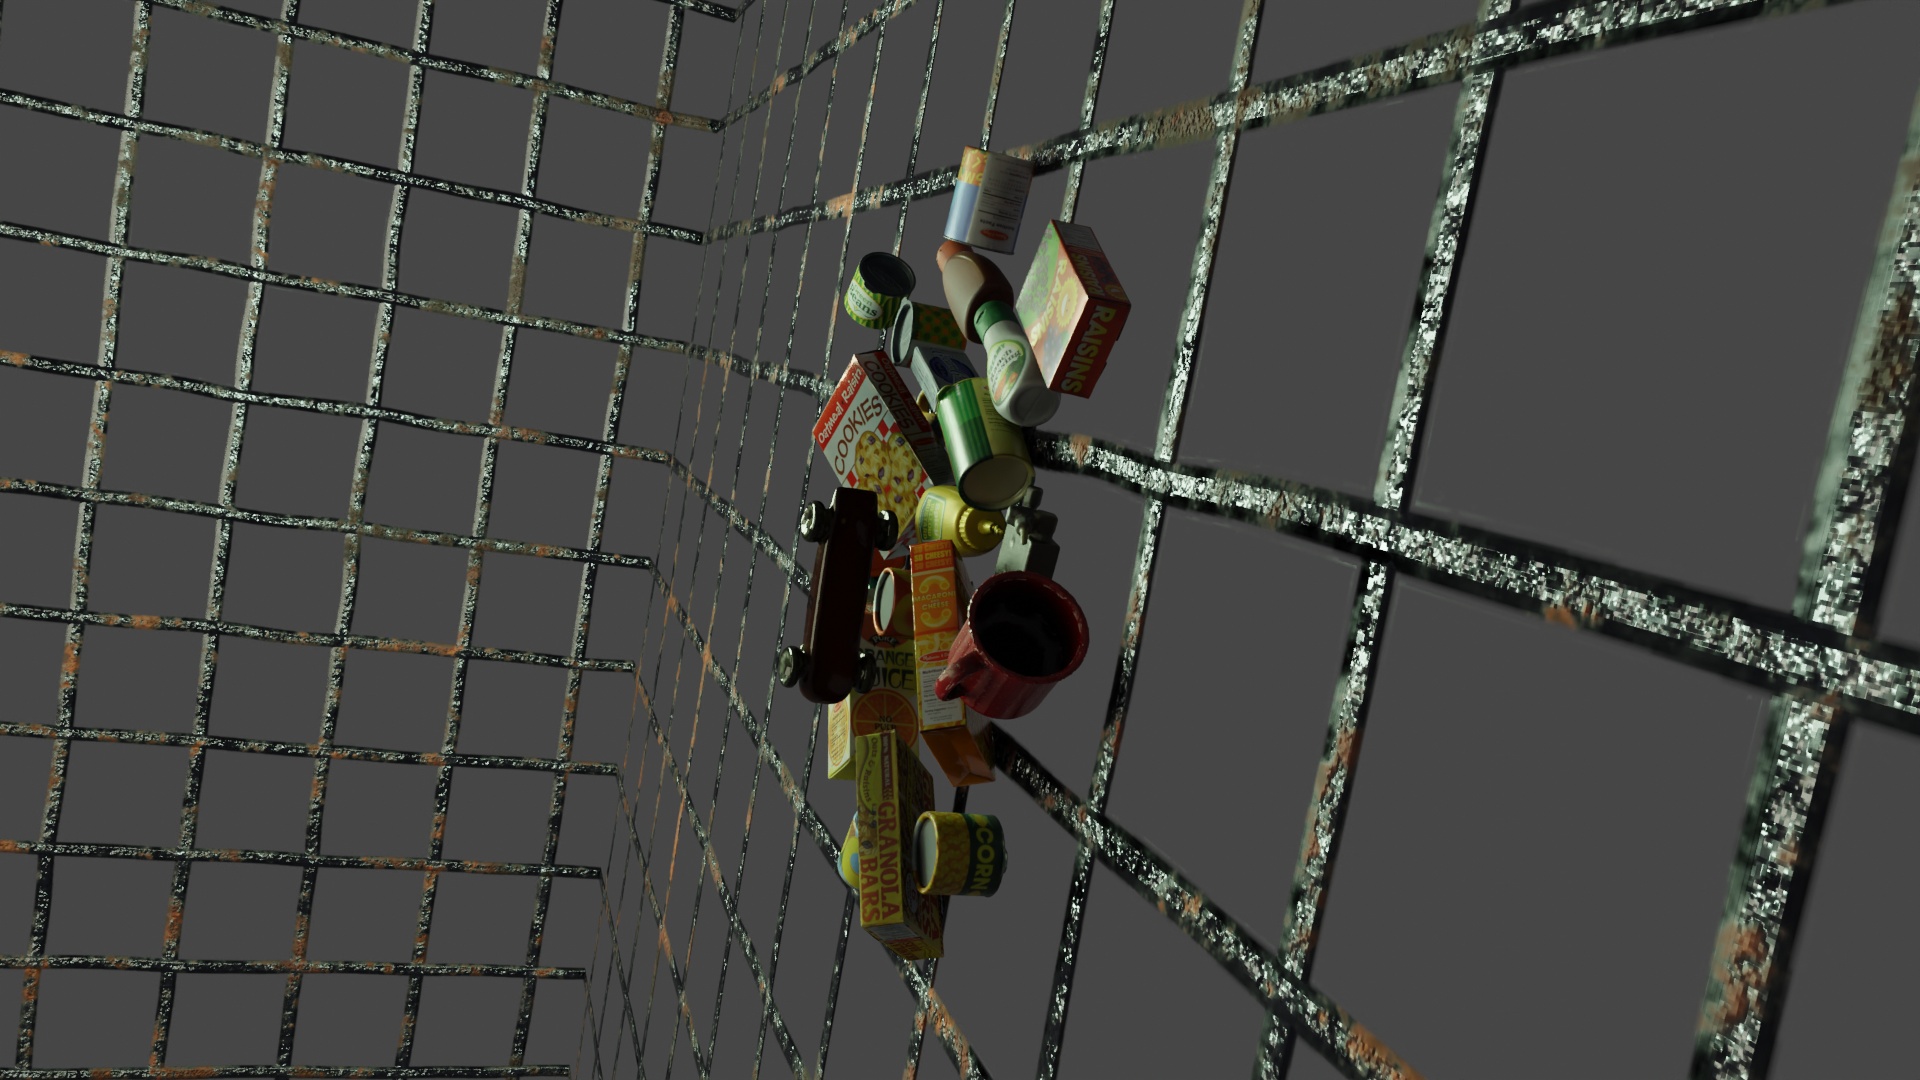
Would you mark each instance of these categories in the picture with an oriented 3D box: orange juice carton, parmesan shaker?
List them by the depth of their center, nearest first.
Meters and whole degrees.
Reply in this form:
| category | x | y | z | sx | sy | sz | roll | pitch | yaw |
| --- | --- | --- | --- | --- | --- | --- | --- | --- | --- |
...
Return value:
| category | x | y | z | sx | sy | sz | roll | pitch | yaw |
| --- | --- | --- | --- | --- | --- | --- | --- | --- | --- |
| parmesan shaker | 0.018 | -0.082 | 1.174 | 0.103 | 0.071 | 0.071 | -104 | 29 | -45 |
| orange juice carton | -0.087 | 0.136 | 1.375 | 0.072 | 0.072 | 0.193 | 133 | 140 | -57 |

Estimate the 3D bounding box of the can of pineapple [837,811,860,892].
| category | x | y | z | sx | sy | sz | roll | pitch | yaw |
| --- | --- | --- | --- | --- | --- | --- | --- | --- | --- |
| can of pineapple | -0.077 | 0.286 | 1.295 | 0.071 | 0.071 | 0.057 | -113 | 37 | -54 |

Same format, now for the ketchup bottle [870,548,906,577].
| category | x | y | z | sx | sy | sz | roll | pitch | yaw |
| --- | --- | --- | --- | --- | --- | --- | --- | --- | --- |
| ketchup bottle | -0.099 | 0.011 | 1.474 | 0.149 | 0.065 | 0.043 | -162 | 68 | -78 |

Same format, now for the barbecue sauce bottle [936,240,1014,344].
| category | x | y | z | sx | sy | sz | roll | pitch | yaw |
| --- | --- | --- | --- | --- | --- | --- | --- | --- | --- |
| barbecue sauce bottle | 0.010 | -0.240 | 1.299 | 0.149 | 0.044 | 0.064 | -113 | 36 | -55 |

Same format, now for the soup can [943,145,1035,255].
| category | x | y | z | sx | sy | sz | roll | pitch | yaw |
| --- | --- | --- | --- | --- | --- | --- | --- | --- | --- |
| soup can | 0.025 | -0.306 | 1.249 | 0.071 | 0.071 | 0.083 | -132 | 53 | -64 |

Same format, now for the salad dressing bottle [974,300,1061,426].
| category | x | y | z | sx | sy | sz | roll | pitch | yaw |
| --- | --- | --- | --- | --- | --- | --- | --- | --- | --- |
| salad dressing bottle | 0.044 | -0.153 | 1.171 | 0.064 | 0.044 | 0.148 | -59 | 29 | 27 |

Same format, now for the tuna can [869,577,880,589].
| category | x | y | z | sx | sy | sz | roll | pitch | yaw |
| --- | --- | --- | --- | --- | --- | --- | --- | --- | --- |
| tuna can | -0.090 | 0.070 | 1.464 | 0.071 | 0.033 | 0.071 | -171 | 89 | -70 |

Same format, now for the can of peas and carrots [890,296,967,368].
| category | x | y | z | sx | sy | sz | roll | pitch | yaw |
| --- | --- | --- | --- | --- | --- | --- | --- | --- | --- |
| can of peas and carrots | -0.031 | -0.202 | 1.372 | 0.071 | 0.059 | 0.071 | -170 | 89 | -70 |

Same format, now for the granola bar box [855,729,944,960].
| category | x | y | z | sx | sy | sz | roll | pitch | yaw |
| --- | --- | --- | --- | --- | --- | --- | --- | --- | --- |
| granola bar box | -0.053 | 0.263 | 1.191 | 0.123 | 0.039 | 0.166 | 62 | -160 | -57 |

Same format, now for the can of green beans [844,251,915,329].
| category | x | y | z | sx | sy | sz | roll | pitch | yaw |
| --- | --- | --- | --- | --- | --- | --- | --- | --- | --- |
| can of green beans | -0.090 | -0.278 | 1.548 | 0.057 | 0.071 | 0.071 | 123 | 148 | -50 |

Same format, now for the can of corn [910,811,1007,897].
| category | x | y | z | sx | sy | sz | roll | pitch | yaw |
| --- | --- | --- | --- | --- | --- | --- | --- | --- | --- |
| can of corn | -0.002 | 0.253 | 1.120 | 0.071 | 0.058 | 0.071 | -171 | 89 | -70 |

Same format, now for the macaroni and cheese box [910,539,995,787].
| category | x | y | z | sx | sy | sz | roll | pitch | yaw |
| --- | --- | --- | --- | --- | --- | --- | --- | --- | --- |
| macaroni and cheese box | -0.006 | 0.101 | 1.137 | 0.123 | 0.040 | 0.167 | 68 | -165 | -58 |

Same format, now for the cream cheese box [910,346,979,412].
| category | x | y | z | sx | sy | sz | roll | pitch | yaw |
| --- | --- | --- | --- | --- | --- | --- | --- | --- | --- |
| cream cheese box | -0.010 | -0.149 | 1.302 | 0.104 | 0.053 | 0.024 | -115 | 36 | -56 |

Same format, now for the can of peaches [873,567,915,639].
| category | x | y | z | sx | sy | sz | roll | pitch | yaw |
| --- | --- | --- | --- | --- | --- | --- | --- | --- | --- |
| can of peaches | -0.045 | 0.061 | 1.310 | 0.071 | 0.058 | 0.071 | -171 | 89 | -70 |

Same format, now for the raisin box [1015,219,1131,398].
| category | x | y | z | sx | sy | sz | roll | pitch | yaw |
| --- | --- | --- | --- | --- | --- | --- | --- | --- | --- |
| raisin box | 0.086 | -0.181 | 1.080 | 0.124 | 0.040 | 0.085 | -105 | 31 | -49 |

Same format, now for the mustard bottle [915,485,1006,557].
| category | x | y | z | sx | sy | sz | roll | pitch | yaw |
| --- | --- | --- | --- | --- | --- | --- | --- | --- | --- |
| mustard bottle | 0.004 | -0.015 | 1.219 | 0.160 | 0.049 | 0.065 | -173 | 88 | -70 |

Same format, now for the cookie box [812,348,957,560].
| category | x | y | z | sx | sy | sz | roll | pitch | yaw |
| --- | --- | --- | --- | --- | --- | --- | --- | --- | --- |
| cookie box | -0.075 | -0.085 | 1.370 | 0.168 | 0.040 | 0.122 | 59 | 139 | 22 |
